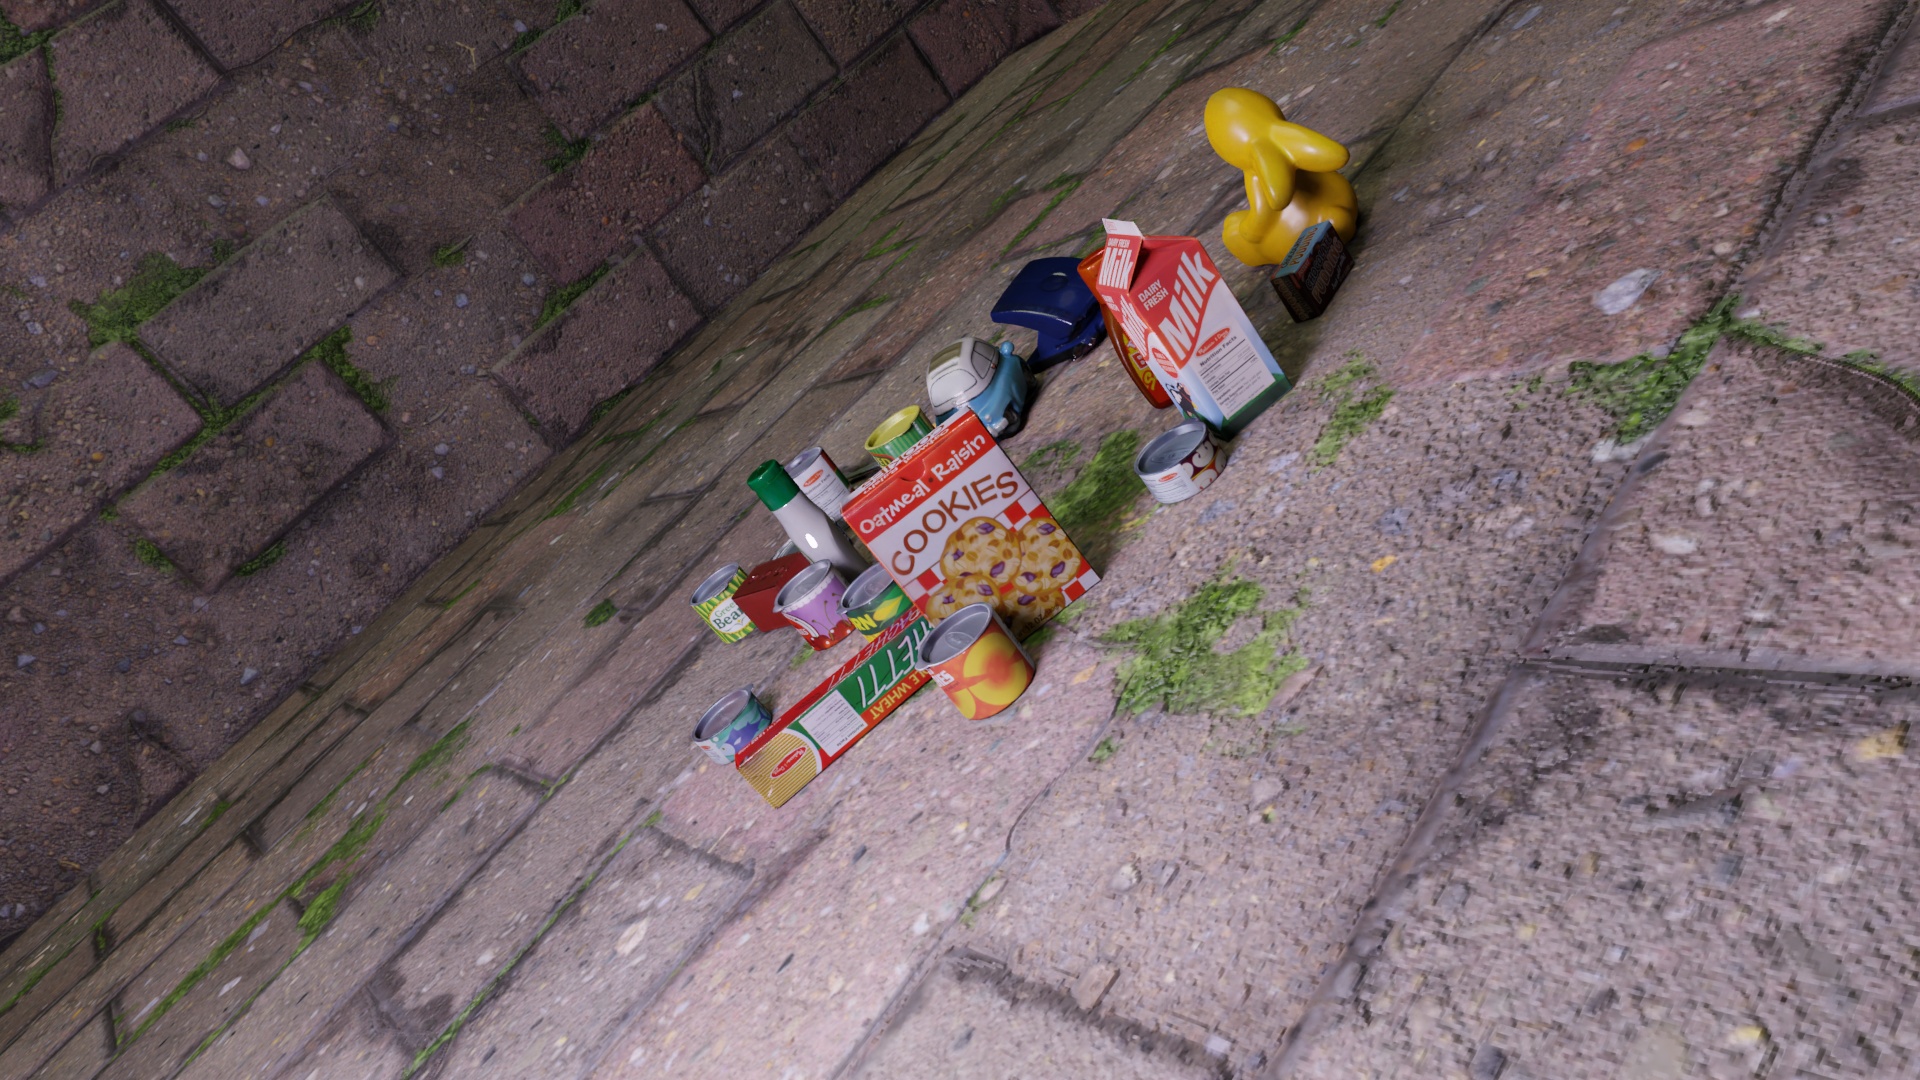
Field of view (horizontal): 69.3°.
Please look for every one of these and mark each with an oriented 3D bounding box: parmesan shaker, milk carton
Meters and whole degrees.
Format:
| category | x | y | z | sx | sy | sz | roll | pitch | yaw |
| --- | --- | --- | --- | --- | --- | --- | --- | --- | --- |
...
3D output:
| category | x | y | z | sx | sy | sz | roll | pitch | yaw |
| --- | --- | --- | --- | --- | --- | --- | --- | --- | --- |
| parmesan shaker | -0.036 | -0.072 | 1.354 | 0.071 | 0.103 | 0.071 | -33 | 21 | 14 |
| milk carton | 0.176 | -0.178 | 1.110 | 0.073 | 0.190 | 0.072 | -39 | 20 | -4 |

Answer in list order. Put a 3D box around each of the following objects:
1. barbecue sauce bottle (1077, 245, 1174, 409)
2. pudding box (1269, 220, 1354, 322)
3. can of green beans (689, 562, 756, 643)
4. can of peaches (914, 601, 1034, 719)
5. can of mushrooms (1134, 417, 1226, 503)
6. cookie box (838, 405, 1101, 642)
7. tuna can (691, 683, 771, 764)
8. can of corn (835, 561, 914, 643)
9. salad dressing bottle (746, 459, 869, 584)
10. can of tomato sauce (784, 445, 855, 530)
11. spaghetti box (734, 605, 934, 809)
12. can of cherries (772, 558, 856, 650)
| category | x | y | z | sx | sy | sz | roll | pitch | yaw |
| --- | --- | --- | --- | --- | --- | --- | --- | --- | --- |
| barbecue sauce bottle | 0.158 | -0.190 | 1.224 | 0.065 | 0.148 | 0.044 | -34 | 21 | 12 |
| pudding box | 0.308 | -0.236 | 1.216 | 0.030 | 0.049 | 0.084 | -12 | 33 | 50 |
| can of green beans | -0.242 | 0.066 | 1.466 | 0.071 | 0.057 | 0.071 | -32 | 21 | 14 |
| can of peaches | 0.010 | 0.089 | 1.007 | 0.071 | 0.058 | 0.071 | -32 | 21 | 14 |
| can of mushrooms | 0.174 | -0.063 | 1.093 | 0.071 | 0.033 | 0.071 | -32 | 21 | 14 |
| cookie box | 0.008 | 0.001 | 1.040 | 0.123 | 0.167 | 0.040 | -38 | 20 | 0 |
| tuna can | -0.200 | 0.163 | 1.230 | 0.071 | 0.032 | 0.071 | -32 | 21 | 14 |
| can of corn | -0.062 | 0.059 | 1.187 | 0.071 | 0.058 | 0.071 | -32 | 21 | 14 |
| salad dressing bottle | -0.148 | -0.013 | 1.352 | 0.044 | 0.147 | 0.064 | -37 | 20 | 4 |
| can of tomato sauce | -0.155 | -0.053 | 1.537 | 0.071 | 0.083 | 0.071 | -33 | 21 | 14 |
| spaghetti box | -0.066 | 0.111 | 1.096 | 0.250 | 0.050 | 0.029 | -40 | 20 | -5 |
| can of cherries | -0.131 | 0.062 | 1.293 | 0.071 | 0.058 | 0.072 | -32 | 21 | 14 |
